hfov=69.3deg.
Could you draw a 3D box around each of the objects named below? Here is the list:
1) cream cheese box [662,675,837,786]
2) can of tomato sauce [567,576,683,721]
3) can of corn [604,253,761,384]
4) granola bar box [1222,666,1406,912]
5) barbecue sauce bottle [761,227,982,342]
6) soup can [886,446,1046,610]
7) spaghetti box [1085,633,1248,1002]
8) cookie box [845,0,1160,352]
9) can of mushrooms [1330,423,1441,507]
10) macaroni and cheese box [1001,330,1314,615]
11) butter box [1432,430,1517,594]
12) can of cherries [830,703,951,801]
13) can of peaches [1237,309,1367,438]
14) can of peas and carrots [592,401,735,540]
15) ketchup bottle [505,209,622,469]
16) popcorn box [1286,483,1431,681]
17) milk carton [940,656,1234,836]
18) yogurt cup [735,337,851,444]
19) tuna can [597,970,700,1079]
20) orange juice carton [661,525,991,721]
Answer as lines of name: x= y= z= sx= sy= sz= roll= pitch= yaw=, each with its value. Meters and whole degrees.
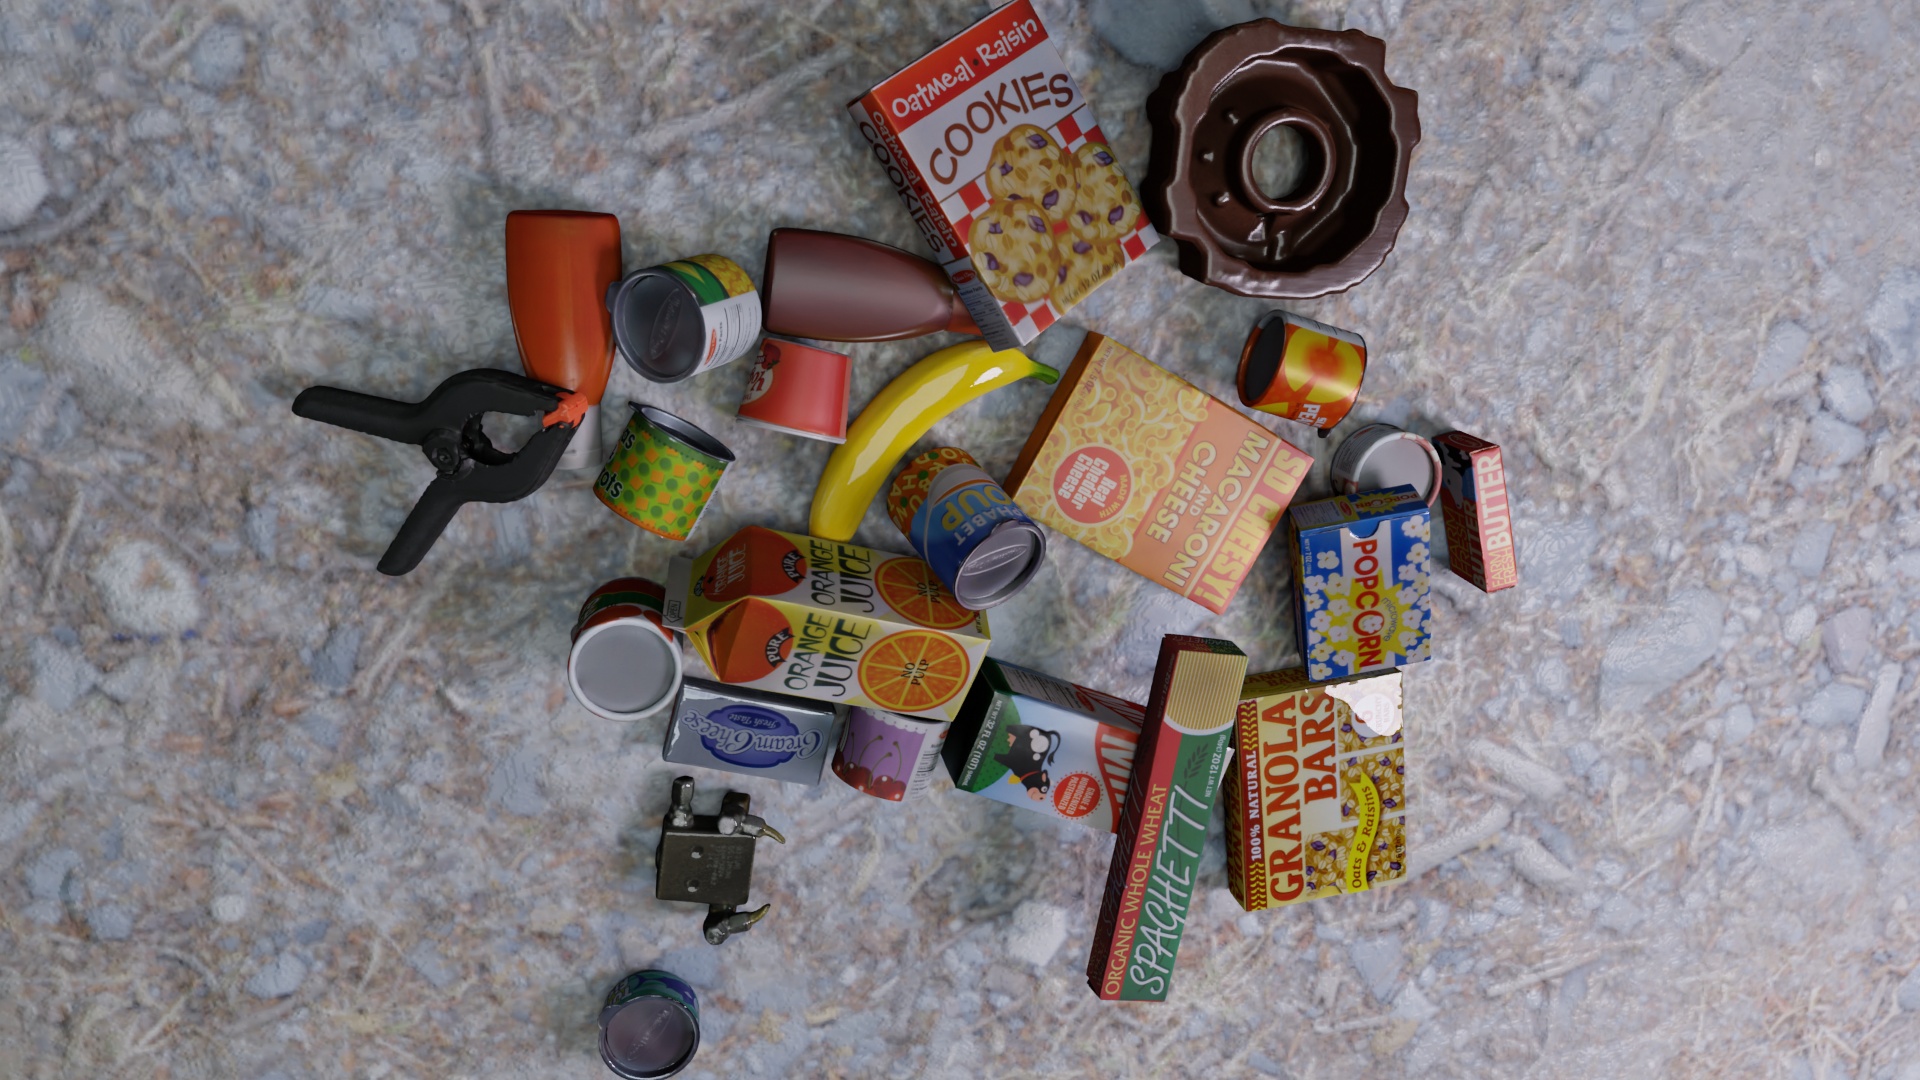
cream cheese box: x=-0.137 y=0.124 z=0.903 sx=0.104 sy=0.024 sz=0.053 roll=12 pitch=102 yaw=-14
can of tomato sauce: x=-0.204 y=0.065 z=0.844 sx=0.071 sy=0.083 sz=0.071 roll=-3 pitch=105 yaw=-10
can of corn: x=-0.160 y=-0.131 z=0.803 sx=0.071 sy=0.058 sz=0.071 roll=10 pitch=113 yaw=24
granola bar box: x=0.250 y=0.173 z=0.984 sx=0.124 sy=0.039 sz=0.165 roll=-9 pitch=105 yaw=-9
barbecue sauce bottle: x=-0.044 y=-0.149 z=0.842 sx=0.149 sy=0.044 sz=0.064 roll=5 pitch=104 yaw=-13
soup can: x=0.003 y=-0.011 z=0.853 sx=0.071 sy=0.084 sz=0.071 roll=-24 pitch=141 yaw=-21
spaghetti box: x=0.131 y=0.182 z=0.891 sx=0.050 sy=0.029 sz=0.249 roll=7 pitch=104 yaw=-15
cookie box: x=0.027 y=-0.215 z=0.818 sx=0.123 sy=0.040 sz=0.167 roll=-40 pitch=107 yaw=-23
can of mushrooms: x=0.290 y=-0.043 z=0.940 sx=0.071 sy=0.033 sz=0.071 roll=-3 pitch=104 yaw=-11
macaroni and cheese box: x=0.127 y=-0.043 z=0.904 sx=0.166 sy=0.040 sz=0.123 roll=27 pitch=97 yaw=-16
butter box: x=0.351 y=-0.020 z=0.947 sx=0.024 sy=0.053 sz=0.103 roll=-15 pitch=107 yaw=-5
can of cherries: x=-0.047 y=0.128 z=0.902 sx=0.071 sy=0.071 sz=0.058 roll=15 pitch=102 yaw=-14
can of peaches: x=0.217 y=-0.107 z=0.891 sx=0.058 sy=0.071 sz=0.071 roll=15 pitch=101 yaw=-14
can of peas and carrots: x=-0.179 y=-0.041 z=0.830 sx=0.071 sy=0.071 sz=0.058 roll=28 pitch=98 yaw=-16
ketchup bottle: x=-0.230 y=-0.117 z=0.813 sx=0.065 sy=0.043 sz=0.148 roll=0 pitch=104 yaw=-8
popcorn box: x=0.267 y=0.030 z=0.929 sx=0.085 sy=0.038 sz=0.126 roll=-10 pitch=122 yaw=4
milk carton: x=0.088 y=0.144 z=0.927 sx=0.191 sy=0.073 sz=0.072 roll=18 pitch=101 yaw=-15
yogurt cup: x=-0.097 y=-0.090 z=0.836 sx=0.072 sy=0.072 sz=0.054 roll=11 pitch=94 yaw=-14
tuna can: x=-0.211 y=0.325 z=0.935 sx=0.071 sy=0.033 sz=0.071 roll=-3 pitch=105 yaw=-11
orange juice carton: x=-0.086 y=0.048 z=0.854 sx=0.193 sy=0.072 sz=0.072 roll=12 pitch=125 yaw=-16
